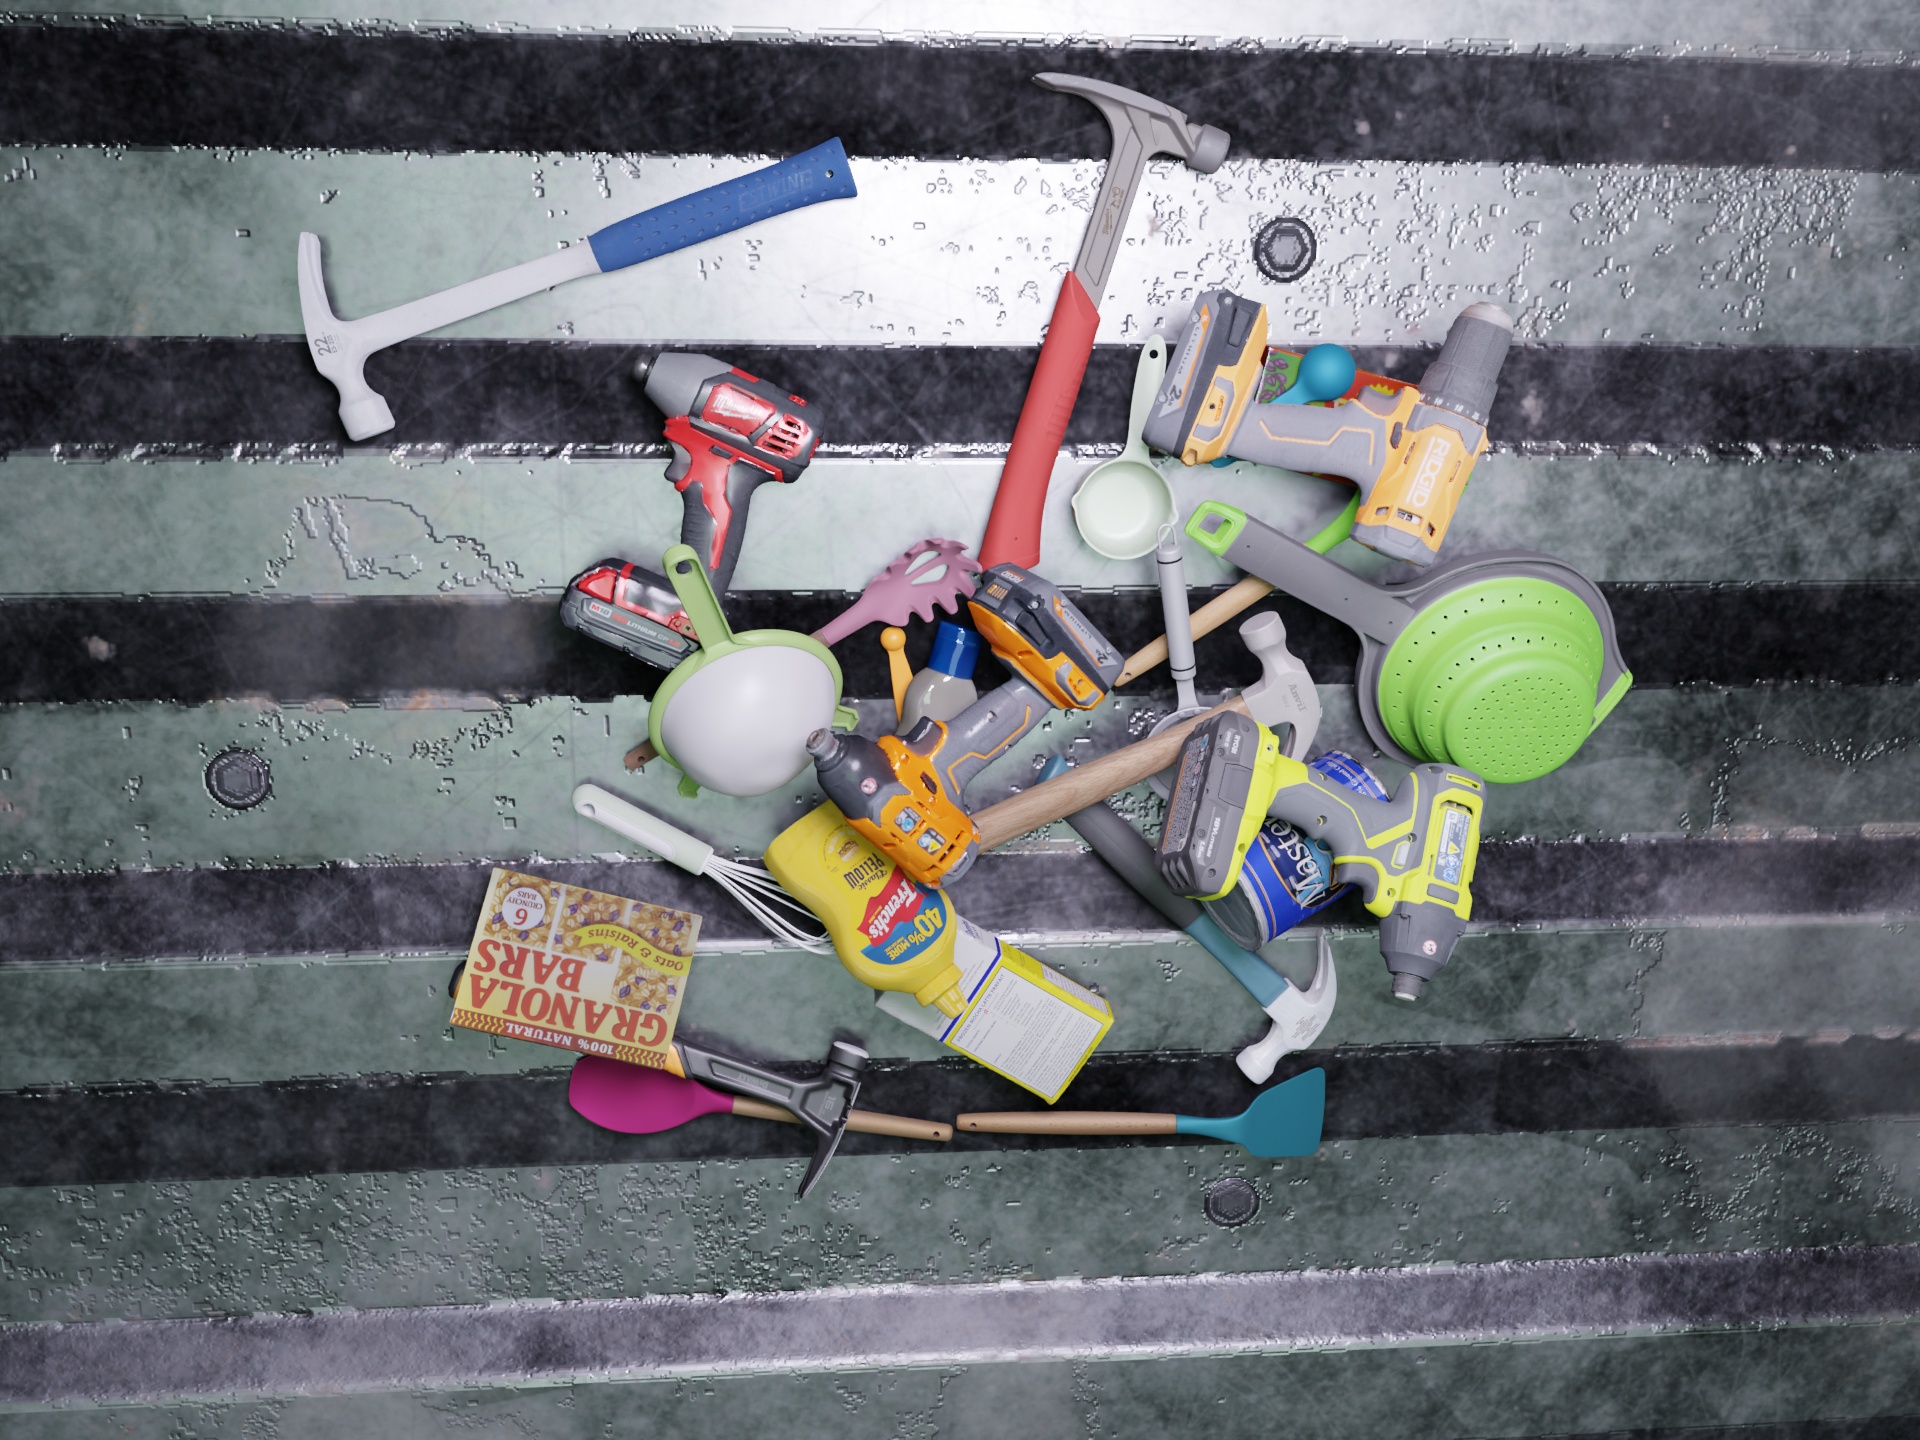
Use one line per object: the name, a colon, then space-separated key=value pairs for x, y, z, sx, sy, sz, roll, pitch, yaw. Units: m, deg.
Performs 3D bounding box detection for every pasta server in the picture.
pasta server: x=-0.125 y=-0.047 z=1.219 sx=0.316 sy=0.040 sz=0.060 roll=-32 pitch=116 yaw=5

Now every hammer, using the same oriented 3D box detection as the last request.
hammer: x=0.118 y=0.042 z=1.220 sx=0.331 sy=0.031 sz=0.130 roll=-26 pitch=110 yaw=13
hammer: x=0.180 y=0.152 z=1.297 sx=0.331 sy=0.033 sz=0.128 roll=44 pitch=98 yaw=-13
hammer: x=0.071 y=-0.281 z=1.174 sx=0.149 sy=0.037 sz=0.359 roll=16 pitch=102 yaw=-9
hammer: x=-0.250 y=0.271 z=1.281 sx=0.336 sy=0.034 sz=0.127 roll=22 pitch=82 yaw=-7
hammer: x=-0.273 y=-0.334 z=1.132 sx=0.405 sy=0.035 sz=0.144 roll=-19 pitch=105 yaw=0

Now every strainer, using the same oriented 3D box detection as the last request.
strainer: x=0.173 y=-0.033 z=1.224 sx=0.087 sy=0.050 sz=0.258 roll=-10 pitch=118 yaw=3
strainer: x=-0.158 y=-0.022 z=1.134 sx=0.151 sy=0.069 sz=0.256 roll=-23 pitch=144 yaw=-6

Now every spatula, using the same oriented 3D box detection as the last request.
spatula: x=0.155 y=0.339 z=1.351 sx=0.317 sy=0.044 sz=0.082 roll=1 pitch=105 yaw=0

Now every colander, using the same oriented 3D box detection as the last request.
colander: x=0.342 y=-0.052 z=1.187 sx=0.396 sy=0.095 sz=0.204 roll=25 pitch=118 yaw=-18

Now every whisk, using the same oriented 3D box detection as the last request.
whisk: x=-0.195 y=0.116 z=1.252 sx=0.246 sy=0.059 sz=0.057 roll=29 pitch=128 yaw=-7

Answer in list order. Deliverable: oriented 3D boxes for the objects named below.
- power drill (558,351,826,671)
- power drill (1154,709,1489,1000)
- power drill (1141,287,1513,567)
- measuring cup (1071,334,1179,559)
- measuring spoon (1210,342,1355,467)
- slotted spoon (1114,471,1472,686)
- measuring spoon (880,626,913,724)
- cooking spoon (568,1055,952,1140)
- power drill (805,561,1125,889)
power drill: x=-0.205 y=-0.157 z=1.166 sx=0.143 sy=0.078 sz=0.219 roll=25 pitch=98 yaw=-11
power drill: x=0.263 y=0.094 z=1.146 sx=0.223 sy=0.080 sz=0.171 roll=18 pitch=76 yaw=-9
power drill: x=0.262 y=-0.231 z=1.118 sx=0.226 sy=0.084 sz=0.185 roll=22 pitch=98 yaw=4
measuring cup: x=0.130 y=-0.206 z=1.199 sx=0.083 sy=0.038 sz=0.167 roll=8 pitch=102 yaw=-7
measuring spoon: x=0.237 y=-0.227 z=1.167 sx=0.128 sy=0.021 sz=0.042 roll=-39 pitch=103 yaw=4
slotted spoon: x=0.244 y=-0.117 z=1.212 sx=0.313 sy=0.031 sz=0.070 roll=-34 pitch=113 yaw=16
measuring spoon: x=-0.042 y=-0.017 z=1.246 sx=0.021 sy=0.011 sz=0.117 roll=-13 pitch=106 yaw=-1
cooking spoon: x=-0.163 y=0.322 z=1.321 sx=0.319 sy=0.017 sz=0.069 roll=10 pitch=93 yaw=-7
power drill: x=-0.002 y=-0.004 z=1.169 sx=0.226 sy=0.084 sz=0.164 roll=-50 pitch=124 yaw=-4
